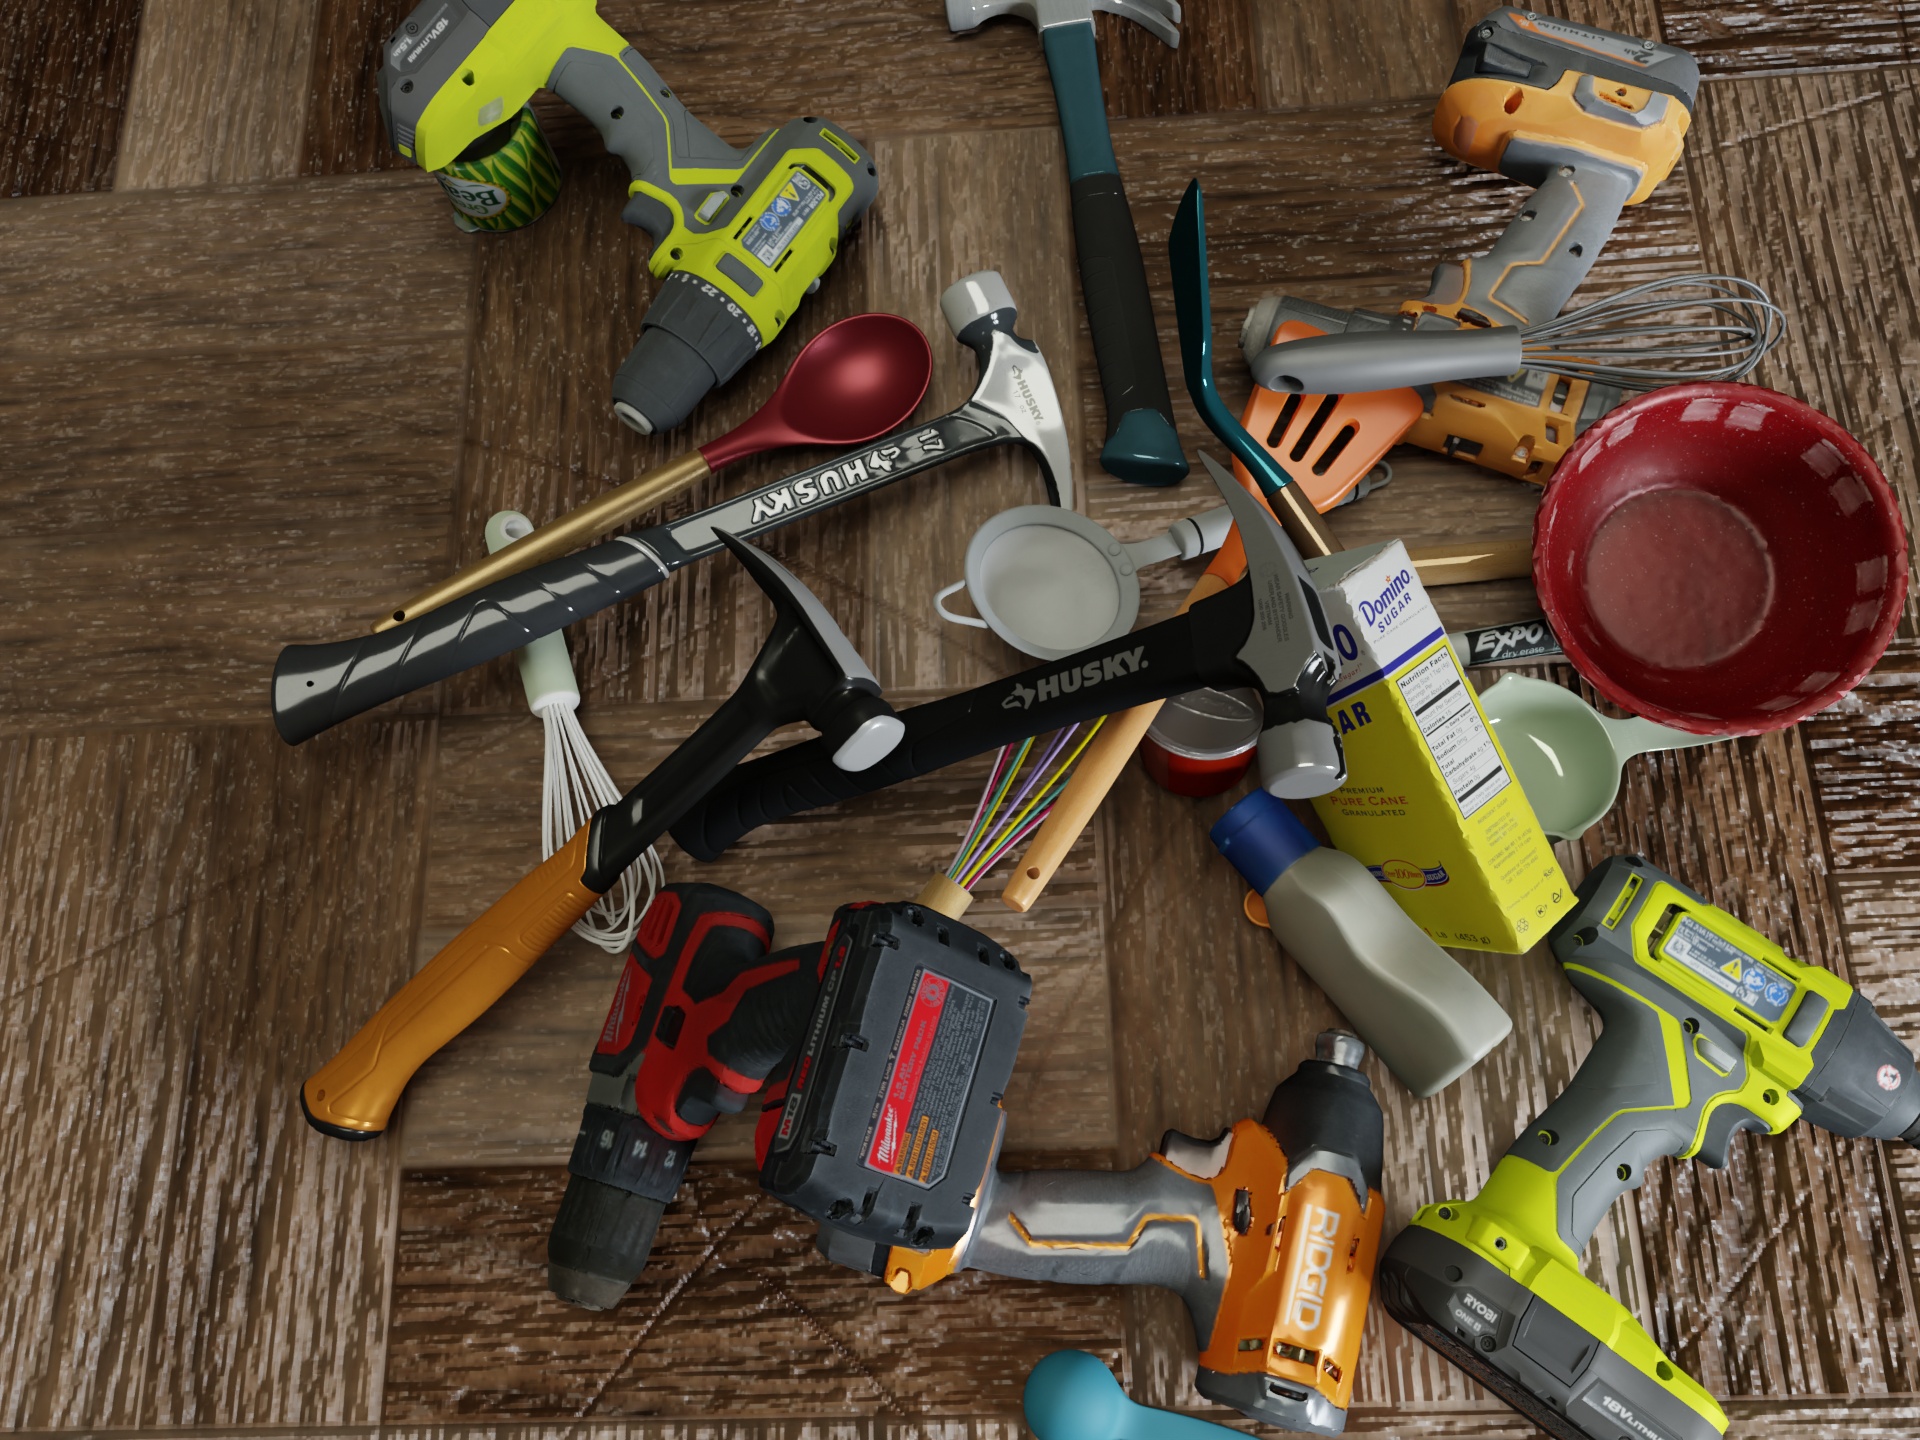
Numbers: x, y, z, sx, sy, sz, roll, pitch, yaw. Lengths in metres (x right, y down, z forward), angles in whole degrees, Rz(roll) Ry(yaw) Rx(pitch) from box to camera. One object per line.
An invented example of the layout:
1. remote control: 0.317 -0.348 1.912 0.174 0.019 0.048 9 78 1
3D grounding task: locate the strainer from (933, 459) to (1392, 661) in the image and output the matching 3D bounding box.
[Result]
1. strainer: 0.103 -0.084 0.775 0.258 0.050 0.087 -20 70 -16

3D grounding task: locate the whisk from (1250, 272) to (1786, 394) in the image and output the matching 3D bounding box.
1. whisk: 0.254 -0.171 0.732 0.239 0.055 0.055 -4 72 4

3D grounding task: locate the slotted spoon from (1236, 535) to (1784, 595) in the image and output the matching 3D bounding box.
1. slotted spoon: 0.285 -0.082 0.780 0.314 0.031 0.070 -5 75 5

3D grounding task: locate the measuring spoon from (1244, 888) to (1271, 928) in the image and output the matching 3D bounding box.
1. measuring spoon: 0.176 0.120 0.732 0.117 0.011 0.021 42 72 12

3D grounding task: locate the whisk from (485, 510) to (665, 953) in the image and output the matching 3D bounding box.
1. whisk: -0.198 0.000 0.785 0.057 0.059 0.247 -4 62 -35

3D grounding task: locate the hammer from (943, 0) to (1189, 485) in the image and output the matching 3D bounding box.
1. hammer: 0.074 -0.277 0.858 0.128 0.033 0.331 -9 72 3

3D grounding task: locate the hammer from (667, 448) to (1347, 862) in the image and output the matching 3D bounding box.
1. hammer: -0.001 -0.002 0.692 0.335 0.035 0.146 -18 63 29

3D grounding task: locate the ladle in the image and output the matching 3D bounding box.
1. ladle: -0.152 -0.119 0.808 0.315 0.031 0.069 -31 75 -13

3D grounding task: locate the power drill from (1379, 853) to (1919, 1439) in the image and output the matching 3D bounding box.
1. power drill: 0.294 0.190 0.665 0.171 0.080 0.223 35 75 12

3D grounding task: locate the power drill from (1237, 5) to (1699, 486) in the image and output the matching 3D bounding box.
1. power drill: 0.259 -0.243 0.810 0.185 0.084 0.226 19 79 11

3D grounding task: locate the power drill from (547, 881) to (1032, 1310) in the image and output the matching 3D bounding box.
1. power drill: -0.087 0.158 0.647 0.080 0.227 0.188 30 67 -32

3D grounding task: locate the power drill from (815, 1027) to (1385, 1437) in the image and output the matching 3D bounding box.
1. power drill: 0.068 0.190 0.682 0.226 0.084 0.164 16 71 6

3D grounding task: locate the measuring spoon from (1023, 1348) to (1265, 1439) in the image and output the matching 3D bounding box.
1. measuring spoon: 0.089 0.302 0.670 0.128 0.021 0.042 15 74 10

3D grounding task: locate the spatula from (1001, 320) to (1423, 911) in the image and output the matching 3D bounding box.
1. spatula: 0.107 -0.048 0.719 0.081 0.041 0.323 33 66 3

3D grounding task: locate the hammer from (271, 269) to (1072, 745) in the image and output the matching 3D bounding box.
1. hammer: -0.134 -0.082 0.774 0.409 0.036 0.149 -24 84 -10

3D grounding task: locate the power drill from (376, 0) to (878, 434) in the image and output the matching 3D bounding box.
1. power drill: -0.180 -0.278 0.823 0.228 0.080 0.190 37 77 -12

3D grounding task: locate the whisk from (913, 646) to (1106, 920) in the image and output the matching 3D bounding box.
1. whisk: 0.010 0.060 0.752 0.047 0.051 0.245 30 80 35

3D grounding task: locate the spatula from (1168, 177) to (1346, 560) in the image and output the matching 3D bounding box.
1. spatula: 0.166 -0.087 0.705 0.044 0.082 0.317 -32 87 -4

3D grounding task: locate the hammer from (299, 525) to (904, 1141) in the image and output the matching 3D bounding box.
1. hammer: -0.178 0.066 0.707 0.337 0.034 0.127 -43 63 12

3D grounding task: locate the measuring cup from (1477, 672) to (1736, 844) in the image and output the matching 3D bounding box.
1. measuring cup: 0.303 0.014 0.747 0.167 0.038 0.083 -10 70 -14
